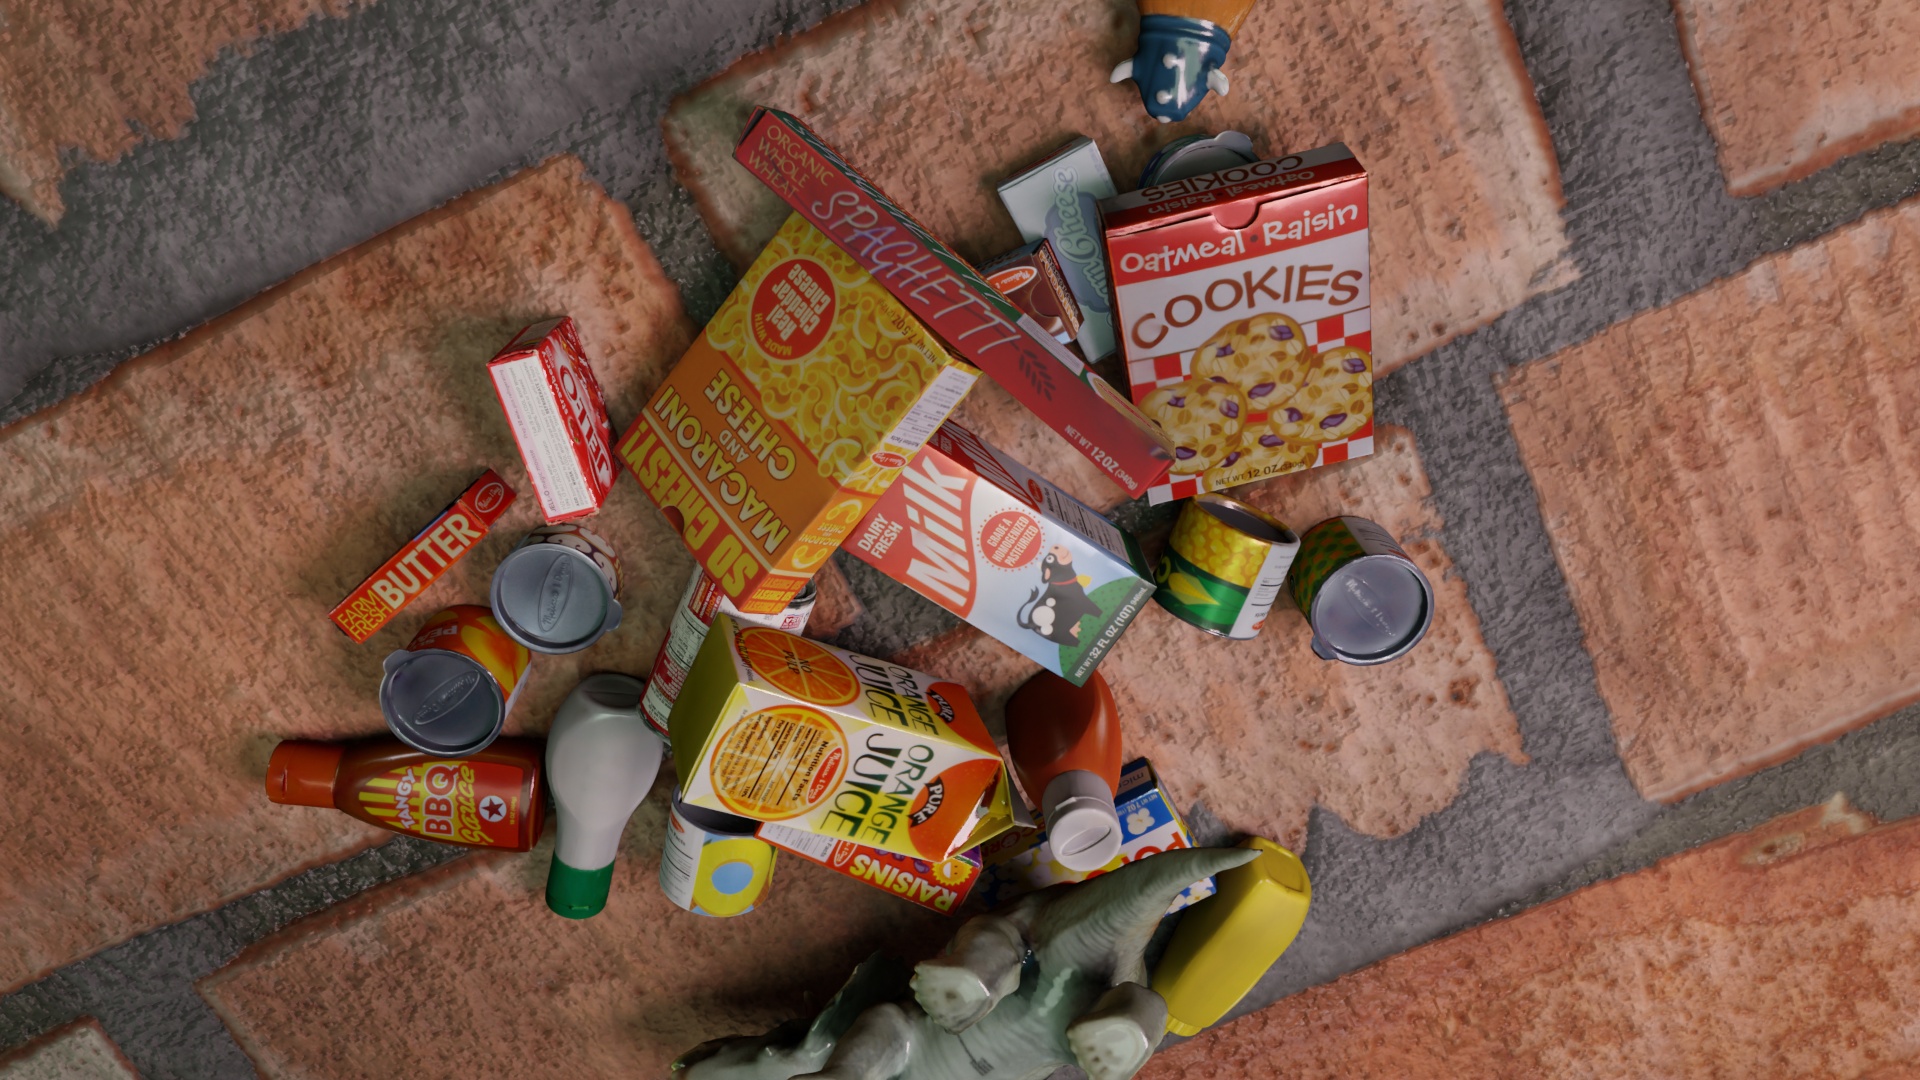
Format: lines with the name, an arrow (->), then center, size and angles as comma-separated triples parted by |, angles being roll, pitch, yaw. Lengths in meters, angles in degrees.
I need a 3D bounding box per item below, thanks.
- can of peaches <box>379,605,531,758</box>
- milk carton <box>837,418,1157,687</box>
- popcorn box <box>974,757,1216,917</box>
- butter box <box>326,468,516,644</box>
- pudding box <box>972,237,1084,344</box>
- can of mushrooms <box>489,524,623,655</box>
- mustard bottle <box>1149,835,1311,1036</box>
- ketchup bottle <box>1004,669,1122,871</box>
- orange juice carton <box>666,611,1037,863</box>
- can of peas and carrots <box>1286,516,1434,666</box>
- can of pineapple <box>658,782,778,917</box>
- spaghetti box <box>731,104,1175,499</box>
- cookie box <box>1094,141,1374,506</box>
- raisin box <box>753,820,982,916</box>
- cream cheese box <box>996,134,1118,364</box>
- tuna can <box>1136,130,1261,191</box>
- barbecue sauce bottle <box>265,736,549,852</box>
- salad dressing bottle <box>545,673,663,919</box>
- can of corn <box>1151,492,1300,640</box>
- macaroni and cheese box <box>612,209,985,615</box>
can of peaches -> -0.278, 0.075, 0.765 | 0.071, 0.058, 0.071 | -1, 112, -1
milk carton -> 0.003, -0.009, 0.735 | 0.190, 0.074, 0.072 | 32, 107, -13
popcorn box -> 0.079, 0.197, 0.838 | 0.126, 0.038, 0.085 | -28, 111, 8
butter box -> -0.286, 0.008, 0.741 | 0.103, 0.053, 0.024 | -38, 106, 12
pudding box -> 0.015, -0.114, 0.703 | 0.083, 0.030, 0.049 | -17, 113, 27
can of mushrooms -> -0.218, 0.027, 0.762 | 0.071, 0.033, 0.070 | -1, 111, -2
mustard bottle -> 0.155, 0.256, 0.853 | 0.049, 0.065, 0.159 | 26, 114, -6
ketchup bottle -> 0.058, 0.120, 0.747 | 0.064, 0.149, 0.043 | -31, 108, 10
orange juice carton -> -0.049, 0.109, 0.729 | 0.193, 0.072, 0.072 | 20, 108, -26
can of peas and carrots -> 0.217, 0.029, 0.766 | 0.071, 0.059, 0.070 | -1, 112, -1
can of pineapple -> -0.136, 0.175, 0.806 | 0.071, 0.071, 0.057 | 12, 111, -7
spaghetti box -> -0.001, -0.113, 0.656 | 0.250, 0.050, 0.028 | 40, 106, -3
cookie box -> 0.141, -0.103, 0.694 | 0.123, 0.040, 0.166 | -13, 130, 3
raisin box -> -0.051, 0.155, 0.790 | 0.123, 0.086, 0.040 | 25, 104, -12
cream cheese box -> 0.066, -0.148, 0.709 | 0.053, 0.024, 0.103 | -27, 110, 10
tuna can -> 0.123, -0.172, 0.697 | 0.071, 0.033, 0.070 | -1, 112, -2
barbecue sauce bottle -> -0.315, 0.140, 0.796 | 0.149, 0.044, 0.064 | 7, 103, -5
salad dressing bottle -> -0.212, 0.150, 0.805 | 0.064, 0.044, 0.147 | 7, 113, -23
can of corn -> 0.140, 0.012, 0.754 | 0.071, 0.071, 0.058 | 18, 109, -9
macaroni and cheese box -> -0.086, -0.064, 0.692 | 0.166, 0.040, 0.124 | -49, 65, 15
